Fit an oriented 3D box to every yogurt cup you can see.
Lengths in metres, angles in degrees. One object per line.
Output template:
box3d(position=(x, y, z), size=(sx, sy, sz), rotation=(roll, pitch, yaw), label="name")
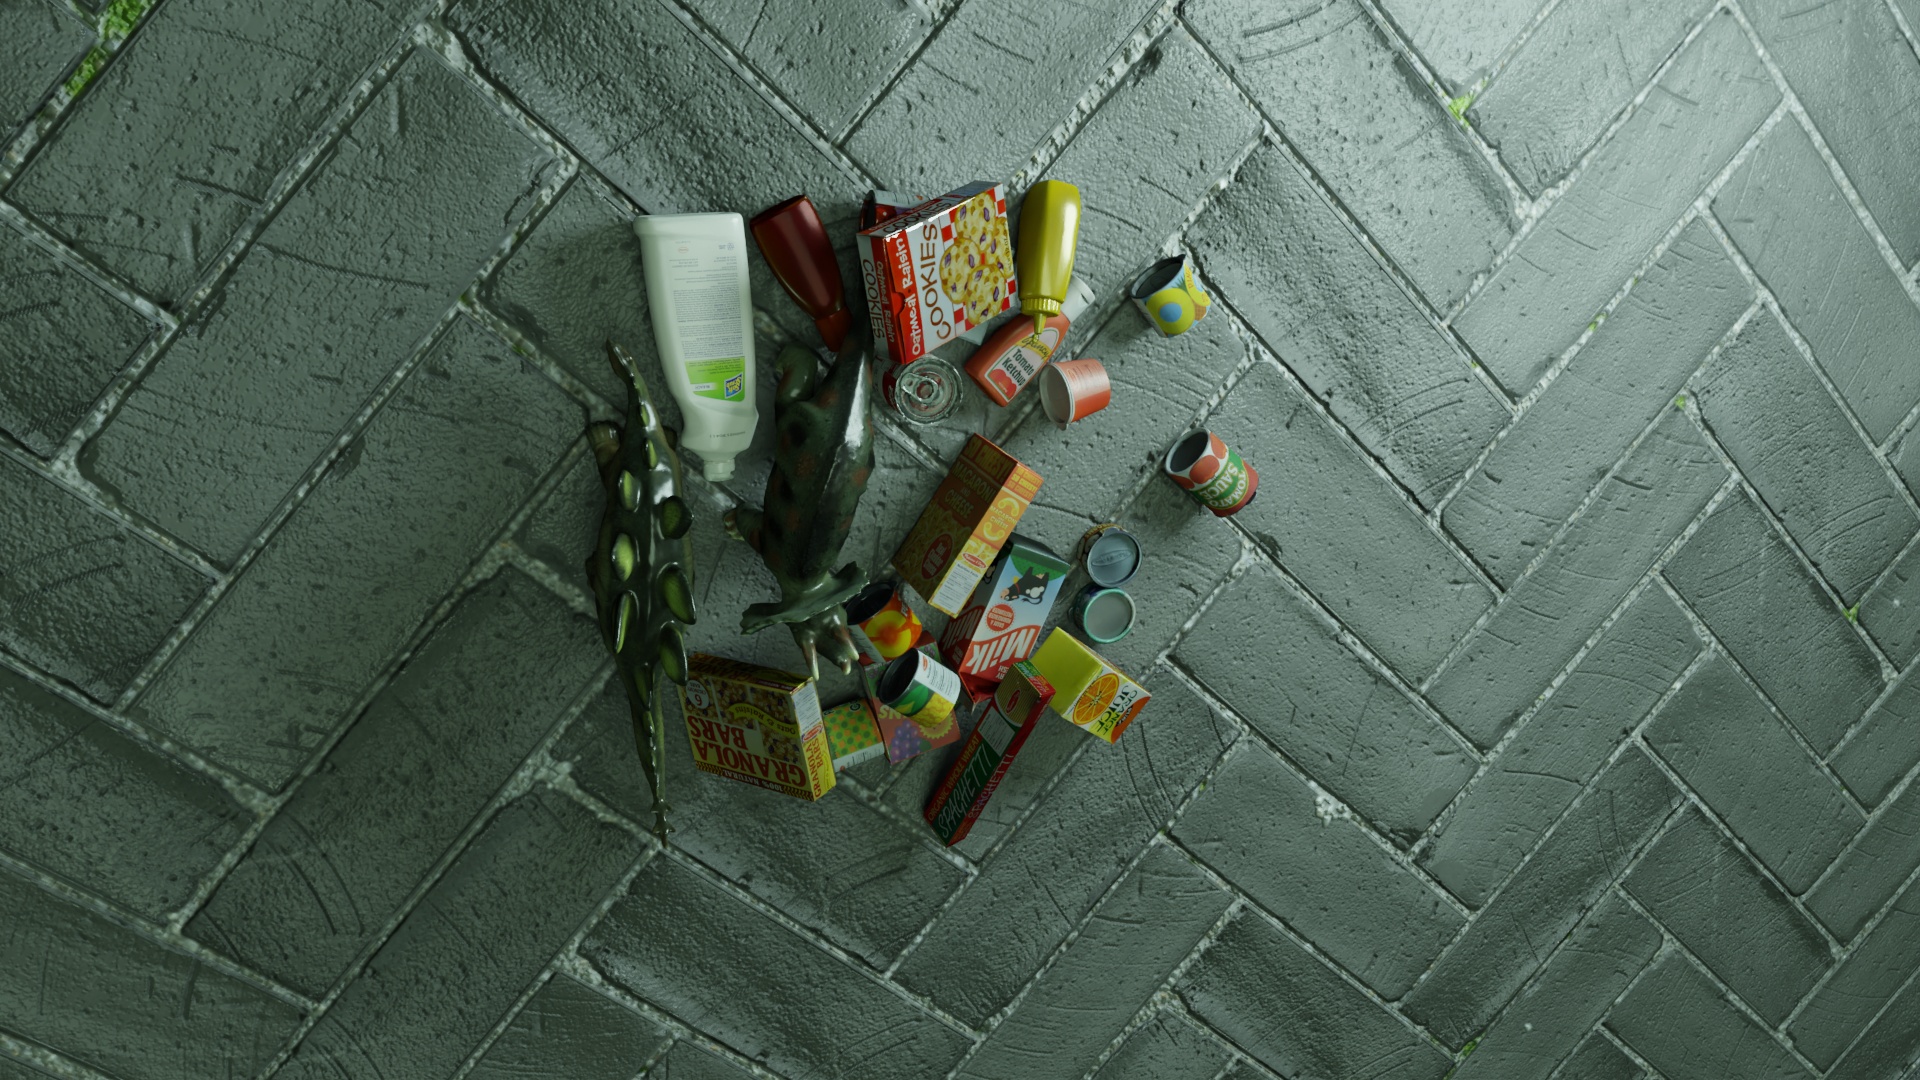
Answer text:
box3d(position=(0.120, -0.158, 1.450), size=(0.054, 0.072, 0.072), rotation=(-17, 112, -21), label="yogurt cup")

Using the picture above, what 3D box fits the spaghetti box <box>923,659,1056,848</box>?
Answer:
box3d(position=(0.028, 0.233, 1.498), size=(0.029, 0.050, 0.248), rotation=(-9, 137, -44), label="spaghetti box")

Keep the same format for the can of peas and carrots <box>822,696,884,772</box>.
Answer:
box3d(position=(-0.120, 0.205, 1.482), size=(0.059, 0.071, 0.070), rotation=(-20, 112, -12), label="can of peas and carrots")

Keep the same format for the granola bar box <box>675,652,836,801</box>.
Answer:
box3d(position=(-0.208, 0.186, 1.397), size=(0.039, 0.165, 0.123), rotation=(-33, 122, -47), label="granola bar box")

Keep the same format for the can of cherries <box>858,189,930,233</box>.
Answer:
box3d(position=(-0.063, -0.299, 1.340), size=(0.058, 0.071, 0.071), rotation=(3, 106, -19), label="can of cherries")

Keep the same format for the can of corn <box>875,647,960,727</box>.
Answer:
box3d(position=(-0.044, 0.155, 1.449), size=(0.058, 0.071, 0.071), rotation=(34, 94, -25), label="can of corn")

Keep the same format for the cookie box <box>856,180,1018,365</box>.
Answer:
box3d(position=(-0.018, -0.254, 1.307), size=(0.168, 0.040, 0.122), rotation=(-34, 127, -38), label="cookie box")

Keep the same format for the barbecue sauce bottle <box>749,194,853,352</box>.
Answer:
box3d(position=(-0.143, -0.254, 1.340), size=(0.065, 0.044, 0.148), rotation=(-30, 114, -6), label="barbecue sauce bottle")

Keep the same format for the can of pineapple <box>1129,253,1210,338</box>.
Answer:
box3d(position=(0.221, -0.255, 1.450), size=(0.071, 0.071, 0.057), rotation=(-42, 116, -2), label="can of pineapple")

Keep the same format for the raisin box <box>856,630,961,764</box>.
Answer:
box3d(position=(-0.056, 0.170, 1.507), size=(0.086, 0.040, 0.123), rotation=(-19, 111, -13), label="raisin box")

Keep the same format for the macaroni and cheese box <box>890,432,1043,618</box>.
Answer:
box3d(position=(0.005, -0.018, 1.421), size=(0.040, 0.124, 0.166), rotation=(31, 95, -27), label="macaroni and cheese box")

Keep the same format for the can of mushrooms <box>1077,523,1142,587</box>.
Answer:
box3d(position=(0.165, 0.014, 1.535), size=(0.071, 0.033, 0.070), rotation=(-6, 109, -16), label="can of mushrooms")

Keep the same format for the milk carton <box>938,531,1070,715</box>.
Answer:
box3d(position=(0.037, 0.090, 1.494), size=(0.073, 0.072, 0.190), rotation=(20, 100, -24), label="milk carton")

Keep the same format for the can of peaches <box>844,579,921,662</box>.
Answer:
box3d(position=(-0.080, 0.085, 1.456), size=(0.071, 0.071, 0.058), rotation=(-36, 115, -5), label="can of peaches")

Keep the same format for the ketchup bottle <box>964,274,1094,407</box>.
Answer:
box3d(position=(0.074, -0.209, 1.427), size=(0.149, 0.043, 0.064), rotation=(-46, 134, -1), label="ketchup bottle")

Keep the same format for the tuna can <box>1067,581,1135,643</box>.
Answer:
box3d(position=(0.159, 0.081, 1.555), size=(0.071, 0.033, 0.070), rotation=(-6, 108, -18), label="tuna can")

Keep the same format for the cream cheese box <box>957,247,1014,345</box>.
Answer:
box3d(position=(0.012, -0.255, 1.403), size=(0.053, 0.024, 0.103), rotation=(16, 101, -24), label="cream cheese box")

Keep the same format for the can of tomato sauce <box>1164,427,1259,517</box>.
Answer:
box3d(position=(0.276, -0.074, 1.525), size=(0.083, 0.071, 0.071), rotation=(37, 93, -25), label="can of tomato sauce")

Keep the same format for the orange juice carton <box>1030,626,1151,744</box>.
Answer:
box3d(position=(0.146, 0.166, 1.532), size=(0.072, 0.073, 0.192), rotation=(-52, 146, 2), label="orange juice carton")

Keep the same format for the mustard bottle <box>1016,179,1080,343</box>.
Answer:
box3d(position=(0.084, -0.274, 1.383), size=(0.049, 0.065, 0.160), rotation=(7, 88, -23), label="mustard bottle")
